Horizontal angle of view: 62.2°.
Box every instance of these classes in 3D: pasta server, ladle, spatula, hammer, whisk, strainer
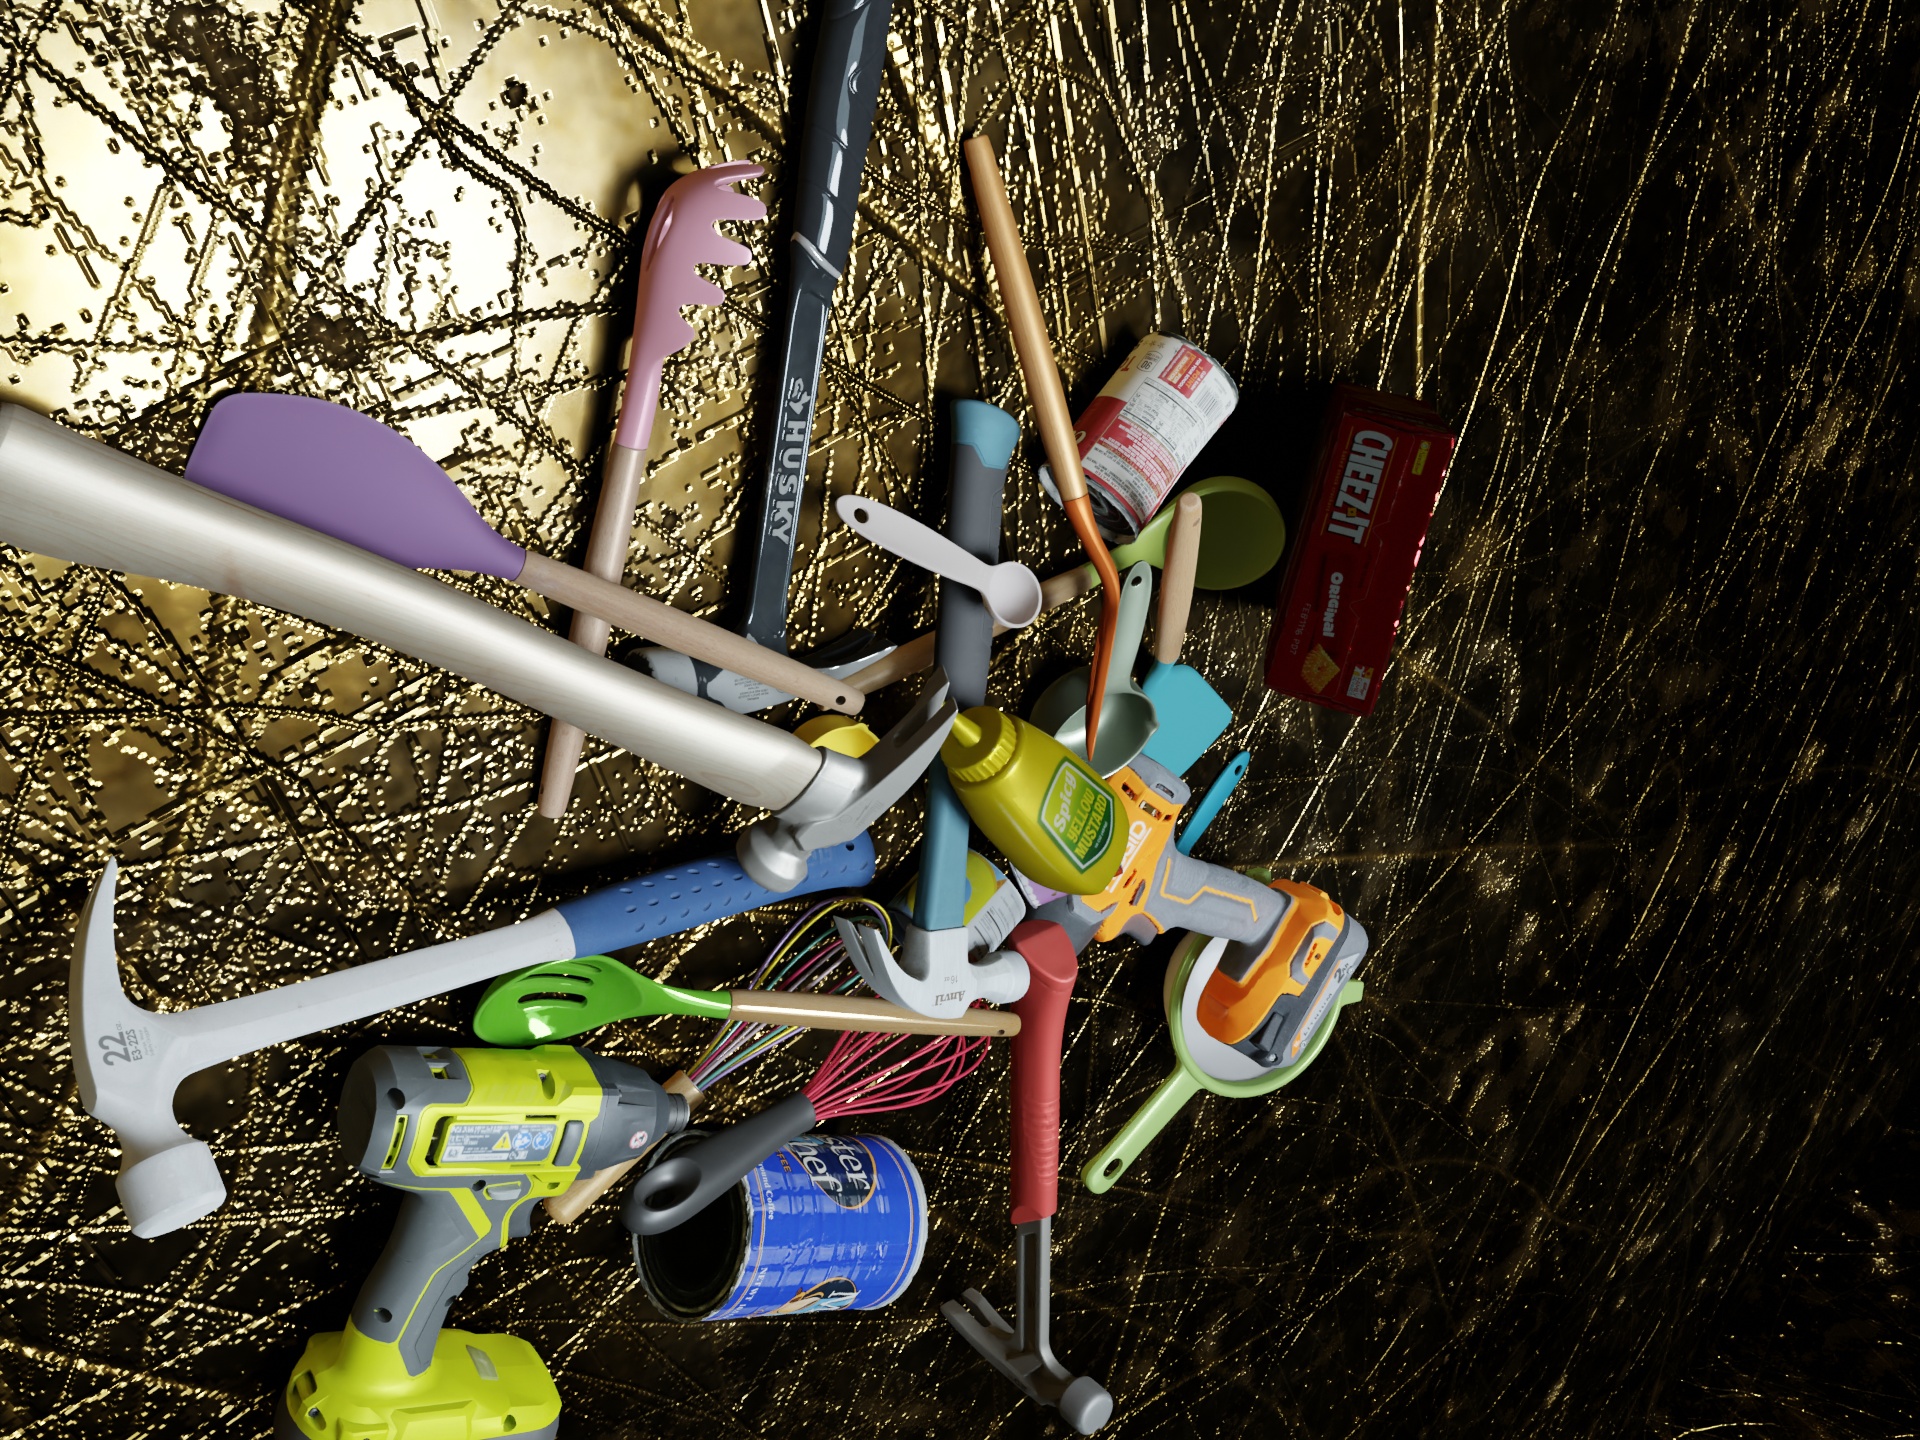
[{"bbox_3d":[-0.148,-0.098,0.722,0.040,0.060,0.316,7,111,-27],"label":"pasta server"},{"bbox_3d":[0.059,-0.066,0.916,0.320,0.062,0.078,-26,141,-27],"label":"ladle"},{"bbox_3d":[-0.169,-0.061,0.696,0.315,0.018,0.060,24,103,-34],"label":"spatula"},{"bbox_3d":[-0.185,-0.033,0.670,0.410,0.038,0.146,25,122,-39],"label":"hammer"},{"bbox_3d":[-0.130,0.191,0.889,0.245,0.051,0.047,-42,139,-14],"label":"whisk"},{"bbox_3d":[-0.001,-0.003,0.852,0.128,0.033,0.331,-1,98,-45],"label":"hammer"},{"bbox_3d":[-0.066,-0.196,0.745,0.149,0.036,0.408,-7,116,-42],"label":"hammer"},{"bbox_3d":[0.135,-0.046,0.955,0.082,0.044,0.317,-44,161,-13],"label":"spatula"},{"bbox_3d":[-0.198,0.097,0.746,0.405,0.144,0.035,-13,160,-47],"label":"hammer"},{"bbox_3d":[0.167,0.232,1.158,0.256,0.069,0.151,-47,116,-8],"label":"strainer"},{"bbox_3d":[-0.076,0.210,0.889,0.296,0.073,0.073,-21,126,-51],"label":"whisk"},{"bbox_3d":[0.044,-0.138,0.831,0.041,0.081,0.322,-14,107,9],"label":"spatula"},{"bbox_3d":[0.041,0.288,1.034,0.036,0.149,0.358,-19,119,-35],"label":"hammer"}]

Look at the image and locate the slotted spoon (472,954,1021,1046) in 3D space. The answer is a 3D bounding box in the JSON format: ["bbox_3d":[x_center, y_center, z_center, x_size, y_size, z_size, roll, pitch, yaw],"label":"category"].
[{"bbox_3d":[-0.102,0.155,0.852,0.313,0.031,0.070,10,129,-29],"label":"slotted spoon"}]

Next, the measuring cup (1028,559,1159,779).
[{"bbox_3d":[0.083,-0.034,0.940,0.083,0.038,0.167,-12,134,-24],"label":"measuring cup"}]

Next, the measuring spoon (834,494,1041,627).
[{"bbox_3d":[-0.013,-0.081,0.801,0.124,0.018,0.034,26,69,-25],"label":"measuring spoon"}]

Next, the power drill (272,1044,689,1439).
[{"bbox_3d":[-0.239,0.269,0.796,0.171,0.080,0.223,12,104,-38],"label":"power drill"}]

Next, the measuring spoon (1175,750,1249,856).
[{"bbox_3d":[0.172,0.078,1.118,0.042,0.021,0.128,36,87,-47],"label":"measuring spoon"}]

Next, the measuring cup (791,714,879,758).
[{"bbox_3d":[-0.109,0.013,0.831,0.156,0.029,0.062,16,103,-37],"label":"measuring cup"}]

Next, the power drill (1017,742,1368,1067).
[{"bbox_3d":[0.142,0.138,1.044,0.226,0.084,0.164,35,87,-23],"label":"power drill"}]
